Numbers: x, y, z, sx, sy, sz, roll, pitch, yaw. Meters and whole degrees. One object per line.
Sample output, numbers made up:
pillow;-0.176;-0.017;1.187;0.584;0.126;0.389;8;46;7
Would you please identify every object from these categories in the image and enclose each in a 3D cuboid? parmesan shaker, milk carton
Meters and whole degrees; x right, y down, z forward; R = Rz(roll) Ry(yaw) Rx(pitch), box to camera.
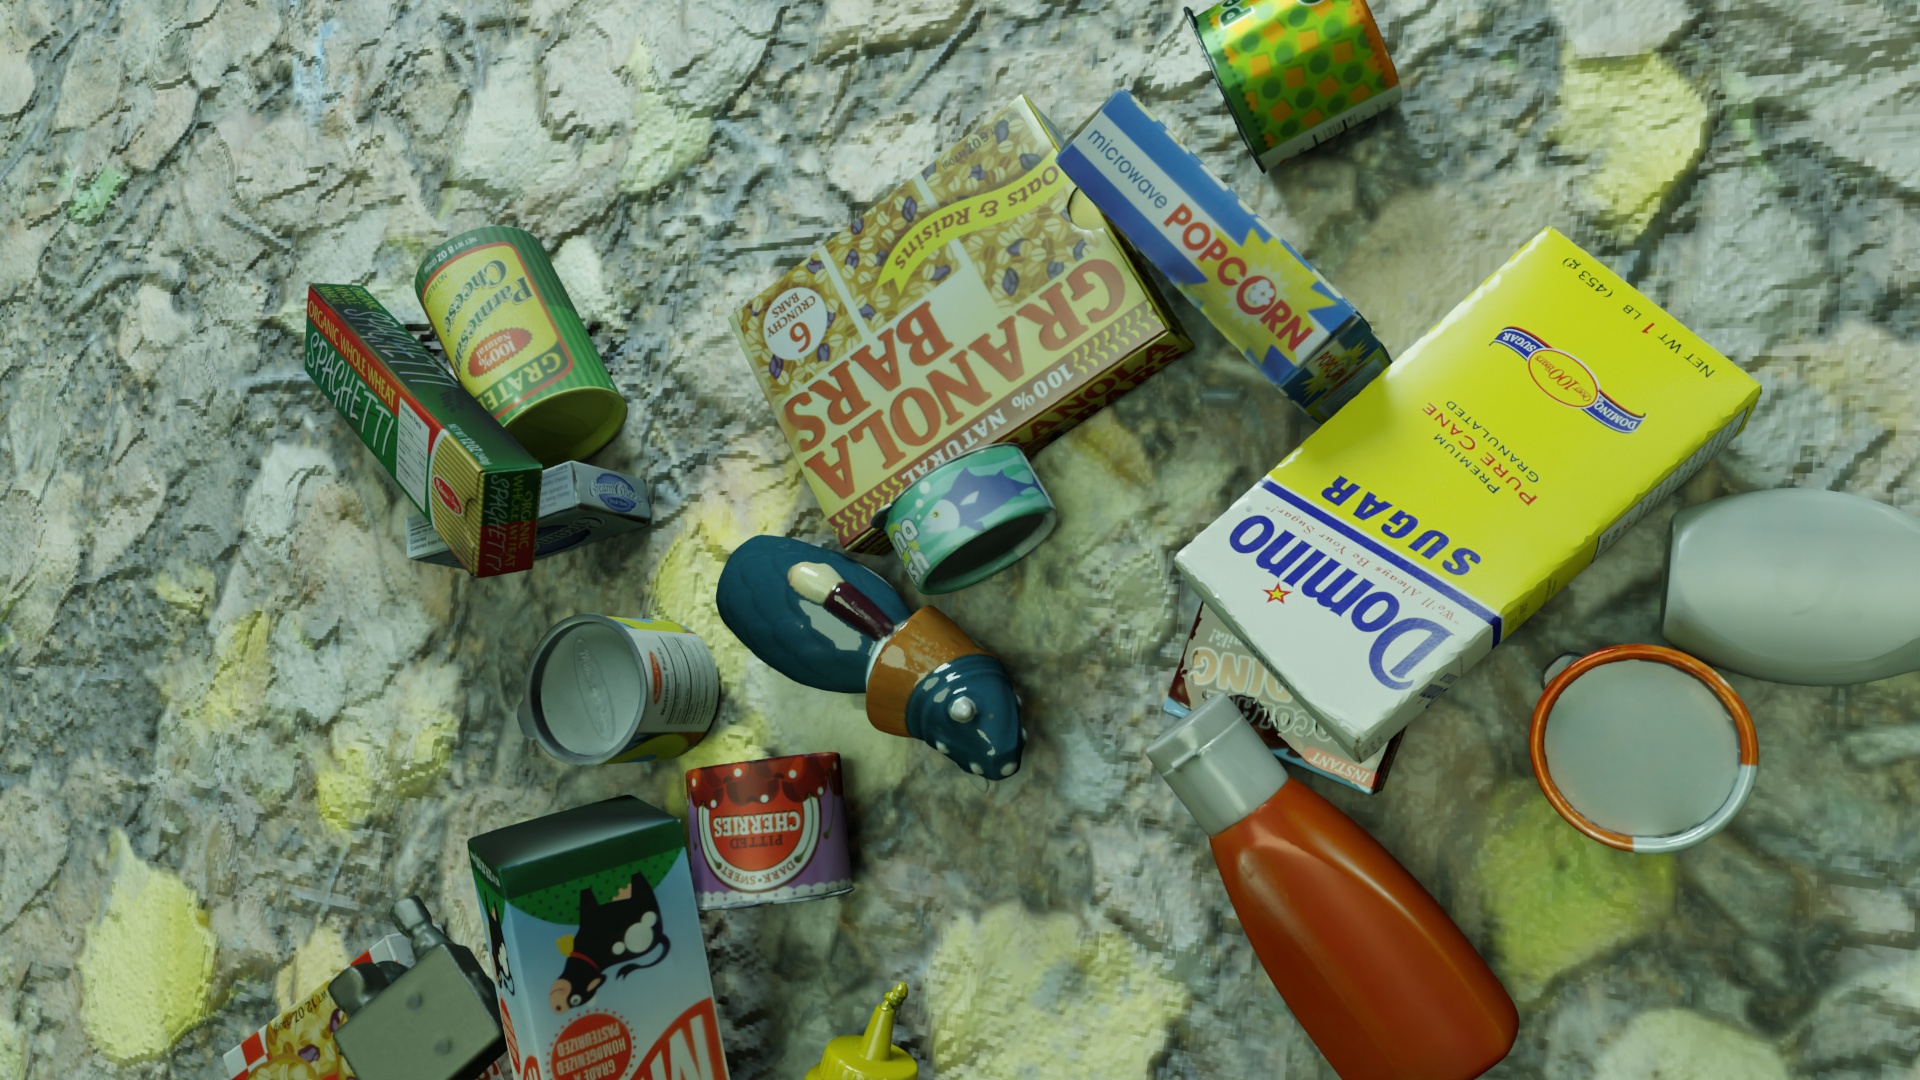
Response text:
parmesan shaker;-0.214;-0.090;0.666;0.071;0.071;0.103;-37;71;16
milk carton;-0.141;0.209;0.568;0.072;0.074;0.190;-2;98;61

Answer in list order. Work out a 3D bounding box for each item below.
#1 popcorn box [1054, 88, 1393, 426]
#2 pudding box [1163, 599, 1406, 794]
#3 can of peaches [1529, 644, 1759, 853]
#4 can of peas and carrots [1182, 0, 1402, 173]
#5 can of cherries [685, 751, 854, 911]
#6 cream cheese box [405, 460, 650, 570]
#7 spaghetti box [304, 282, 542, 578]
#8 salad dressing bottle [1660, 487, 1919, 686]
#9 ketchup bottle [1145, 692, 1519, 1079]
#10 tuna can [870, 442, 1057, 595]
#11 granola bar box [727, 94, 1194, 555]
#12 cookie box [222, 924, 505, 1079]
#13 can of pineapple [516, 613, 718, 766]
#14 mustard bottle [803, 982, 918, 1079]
popcorn box;0.100;-0.104;0.520;0.038;0.085;0.127;-45;69;14
pudding box;0.124;0.057;0.520;0.084;0.030;0.049;21;93;25
can of peaches;0.222;0.066;0.460;0.071;0.058;0.071;-3;83;23
can of peas and carrots;0.126;-0.185;0.528;0.058;0.071;0.071;-25;74;19
can of cherries;-0.080;0.121;0.579;0.071;0.071;0.058;-10;79;22
cream cheese box;-0.206;-0.009;0.660;0.103;0.053;0.024;-15;76;21
spaghetti box;-0.260;-0.061;0.655;0.250;0.029;0.050;36;121;42
salad dressing bottle;0.305;0.018;0.439;0.147;0.044;0.064;5;80;23
ketchup bottle;0.124;0.123;0.487;0.064;0.044;0.149;-41;82;27
tuna can;0.002;-0.007;0.560;0.071;0.071;0.033;-34;72;17
granola bar box;-0.005;-0.088;0.590;0.165;0.039;0.124;-34;72;17
cookie box;-0.270;0.289;0.658;0.122;0.040;0.168;-36;70;15
can of pineapple;-0.153;0.067;0.625;0.071;0.058;0.071;-3;82;24
mustard bottle;-0.050;0.255;0.560;0.065;0.049;0.160;15;90;23
